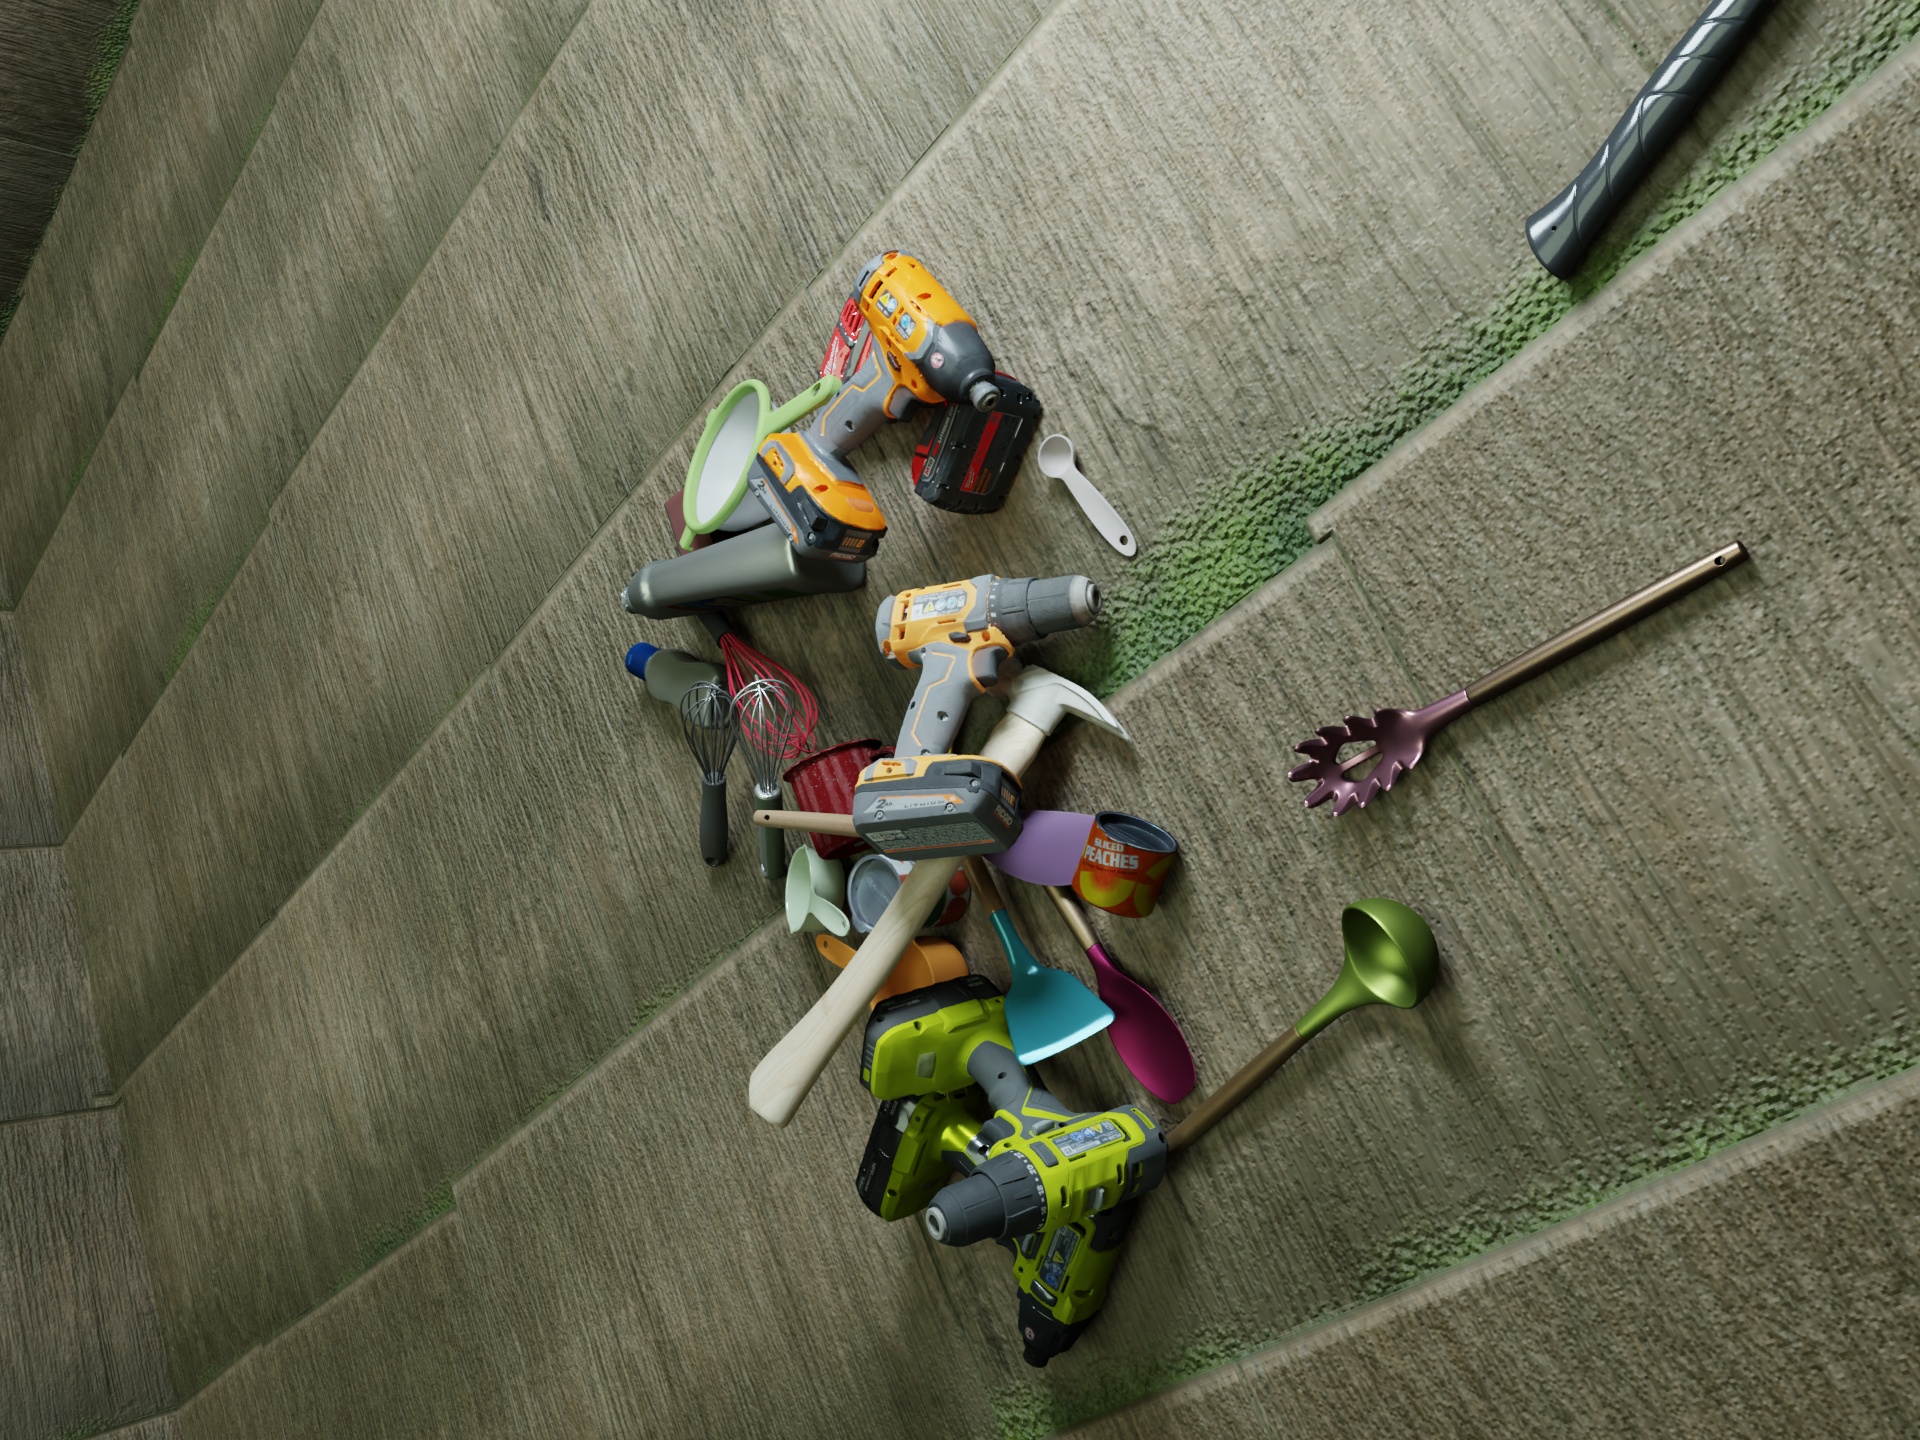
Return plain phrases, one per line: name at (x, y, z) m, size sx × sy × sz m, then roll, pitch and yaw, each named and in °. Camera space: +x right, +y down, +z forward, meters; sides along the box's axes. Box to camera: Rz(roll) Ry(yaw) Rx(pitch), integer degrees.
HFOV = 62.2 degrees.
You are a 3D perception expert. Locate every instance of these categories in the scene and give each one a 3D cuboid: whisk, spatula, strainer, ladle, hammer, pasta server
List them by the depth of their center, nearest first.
hammer at (0.470, -0.433, 0.904) m, size 0.149 × 0.036 × 0.408 m, roll 51°, pitch 122°, yaw 29°
pasta server at (0.346, -0.026, 1.012) m, size 0.316 × 0.040 × 0.060 m, roll -34°, pitch 79°, yaw 36°
ladle at (0.217, 0.235, 1.118) m, size 0.320 × 0.062 × 0.078 m, roll -52°, pitch 59°, yaw 33°
hammer at (-0.027, 0.140, 1.238) m, size 0.146 × 0.038 × 0.410 m, roll 29°, pitch 82°, yaw 40°
spatula at (0.020, 0.130, 1.291) m, size 0.082 × 0.044 × 0.318 m, roll -25°, pitch 63°, yaw -5°
spatula at (-0.029, 0.094, 1.301) m, size 0.316 × 0.018 × 0.060 m, roll 4°, pitch 81°, yaw 22°
whisk at (-0.174, 0.057, 1.427) m, size 0.058 × 0.059 × 0.246 m, roll -122°, pitch 25°, yaw -42°
strainer at (-0.162, -0.245, 1.434) m, size 0.256 × 0.069 × 0.152 m, roll -20°, pitch 56°, yaw 50°
whisk at (-0.234, 0.055, 1.492) m, size 0.055 × 0.055 × 0.238 m, roll 44°, pitch 143°, yaw 34°
whisk at (-0.214, -0.065, 1.517) m, size 0.296 × 0.073 × 0.073 m, roll 52°, pitch 122°, yaw 36°

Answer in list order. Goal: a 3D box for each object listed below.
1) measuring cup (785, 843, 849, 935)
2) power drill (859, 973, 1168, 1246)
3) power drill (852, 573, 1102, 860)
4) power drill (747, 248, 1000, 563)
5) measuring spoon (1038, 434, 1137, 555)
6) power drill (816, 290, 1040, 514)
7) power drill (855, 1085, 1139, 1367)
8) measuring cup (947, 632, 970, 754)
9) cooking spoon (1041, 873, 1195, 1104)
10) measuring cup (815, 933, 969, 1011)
measuring cup at (-0.112, 0.161, 1.396) m, size 0.168 × 0.038 × 0.083 m, roll -157°, pitch 75°, yaw -65°
power drill at (0.018, 0.298, 1.203) m, size 0.229 × 0.190 × 0.080 m, roll 39°, pitch 130°, yaw 47°
power drill at (0.014, -0.014, 1.224) m, size 0.185 × 0.084 × 0.226 m, roll -8°, pitch 57°, yaw 26°
power drill at (-0.063, -0.234, 1.258) m, size 0.226 × 0.084 × 0.164 m, roll -54°, pitch 57°, yaw 26°
measuring spoon at (0.104, -0.176, 1.256) m, size 0.034 × 0.018 × 0.124 m, roll -48°, pitch 66°, yaw 31°
power drill at (-0.044, -0.265, 1.351) m, size 0.220 × 0.078 × 0.143 m, roll 40°, pitch 116°, yaw 38°
power drill at (0.025, 0.395, 1.281) m, size 0.223 × 0.080 × 0.171 m, roll 30°, pitch 110°, yaw 36°
measuring cup at (-0.002, -0.004, 1.349) m, size 0.062 × 0.029 × 0.156 m, roll 29°, pitch 121°, yaw 40°
cooking spoon at (0.092, 0.159, 1.257) m, size 0.319 × 0.017 × 0.068 m, roll 58°, pitch 135°, yaw 26°
measuring cup at (-0.058, 0.216, 1.377) m, size 0.174 × 0.052 × 0.095 m, roll 19°, pitch 102°, yaw 48°
